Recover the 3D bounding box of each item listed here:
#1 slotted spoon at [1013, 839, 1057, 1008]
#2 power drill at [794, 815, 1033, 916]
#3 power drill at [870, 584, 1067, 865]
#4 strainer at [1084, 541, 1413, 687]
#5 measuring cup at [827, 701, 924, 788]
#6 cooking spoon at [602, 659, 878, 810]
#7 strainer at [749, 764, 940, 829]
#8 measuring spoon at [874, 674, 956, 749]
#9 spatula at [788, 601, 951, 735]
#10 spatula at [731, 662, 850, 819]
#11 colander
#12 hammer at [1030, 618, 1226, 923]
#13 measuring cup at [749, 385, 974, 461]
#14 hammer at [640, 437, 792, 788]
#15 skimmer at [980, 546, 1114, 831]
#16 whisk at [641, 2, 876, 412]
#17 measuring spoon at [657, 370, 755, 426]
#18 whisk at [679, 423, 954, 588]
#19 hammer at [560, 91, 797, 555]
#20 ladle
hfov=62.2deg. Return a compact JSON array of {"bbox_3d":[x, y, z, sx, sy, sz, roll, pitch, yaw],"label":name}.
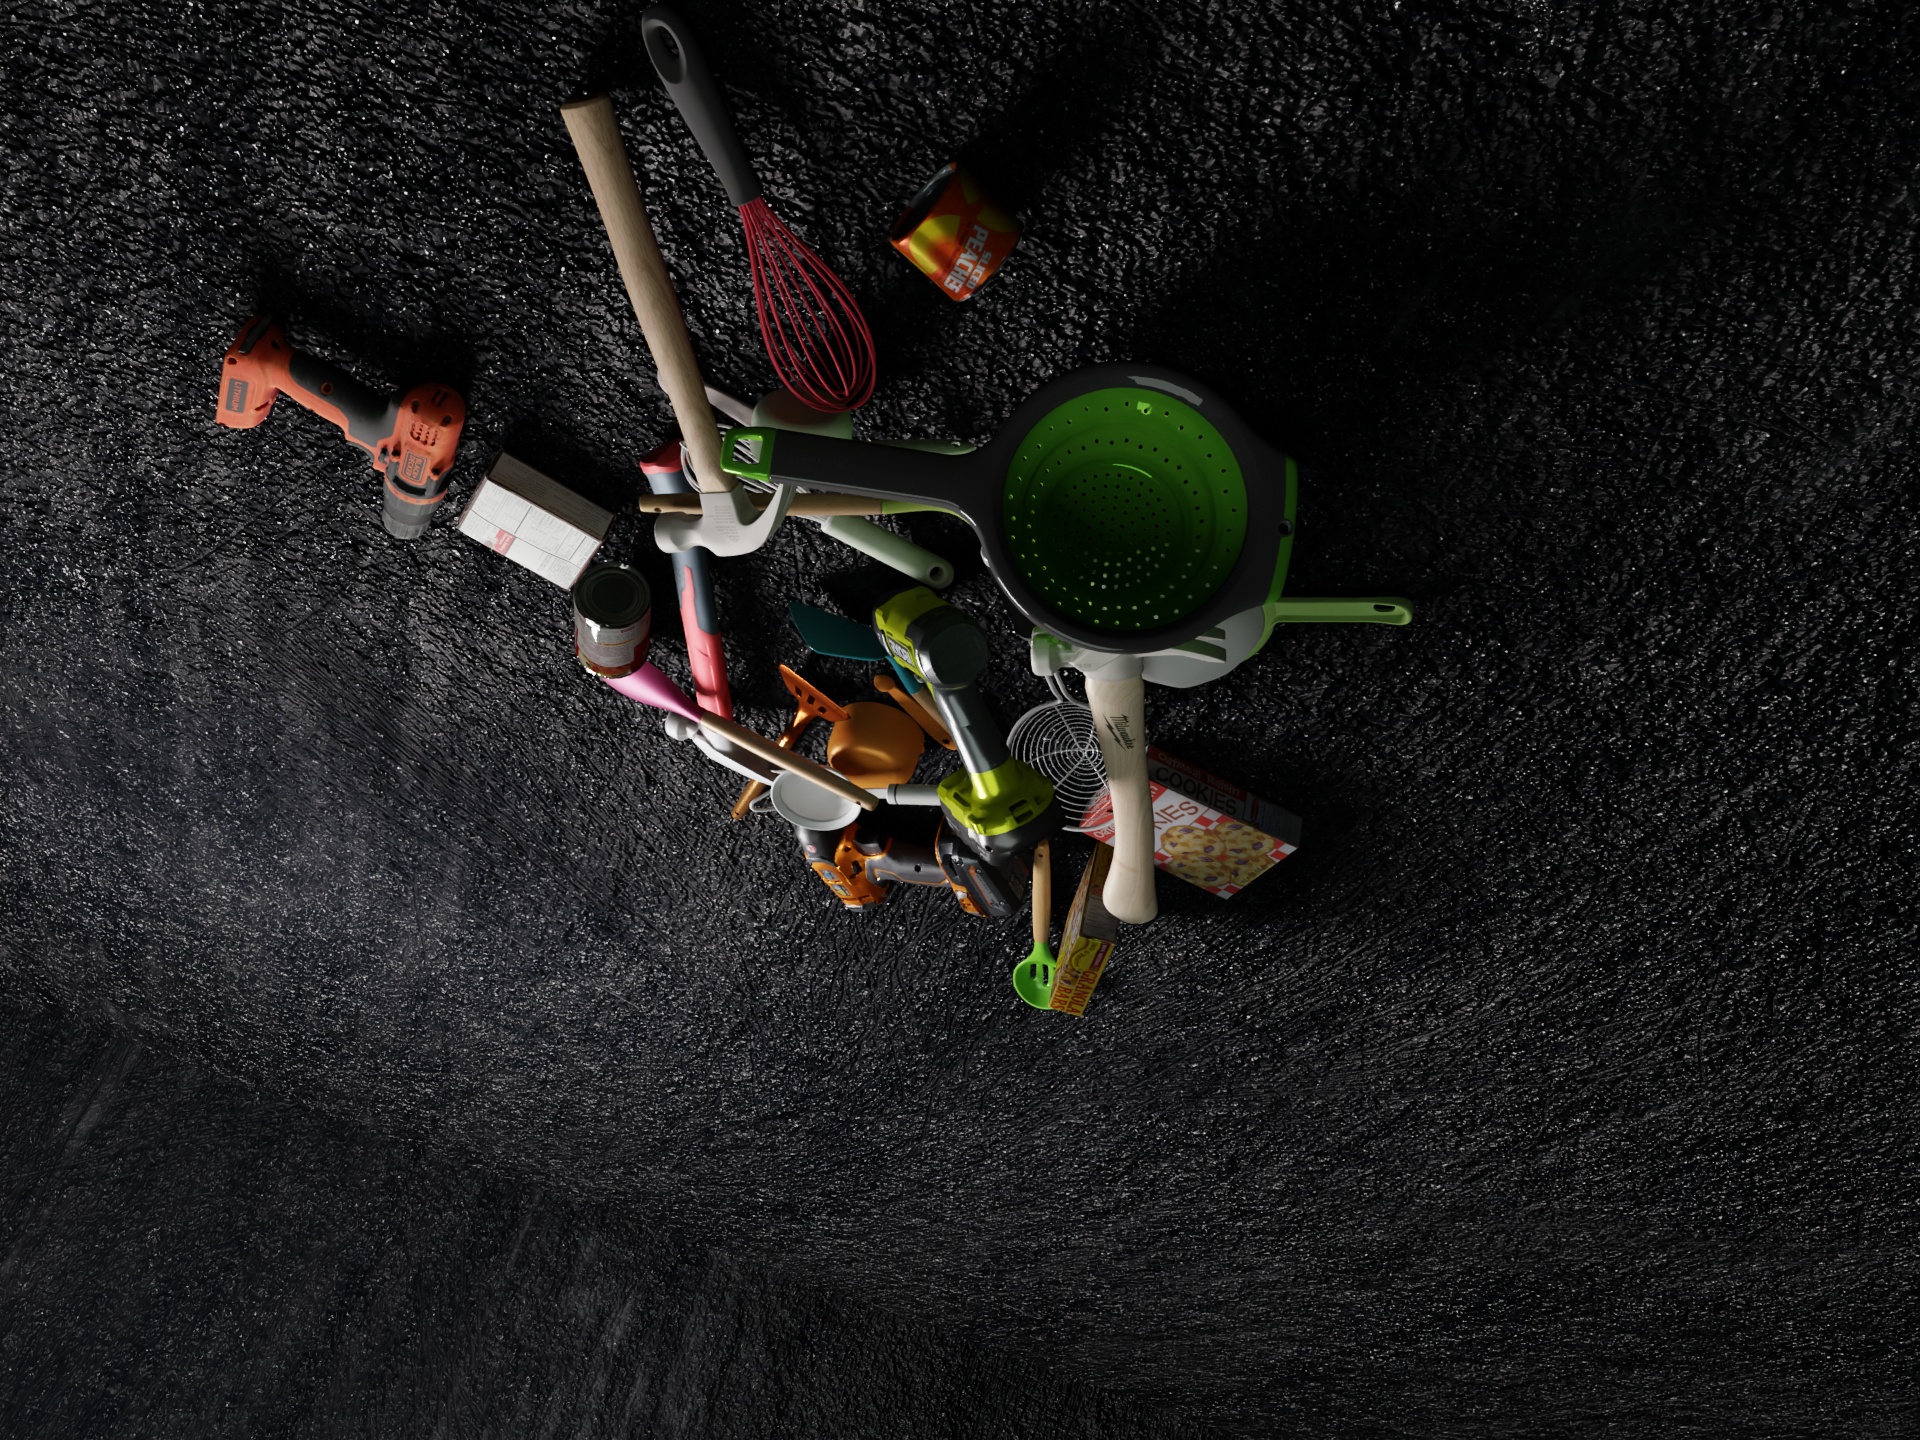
[{"bbox_3d":[0.090,0.221,1.720,0.070,0.031,0.313,9,142,10],"label":"slotted spoon"},{"bbox_3d":[-0.059,0.131,1.614,0.226,0.084,0.164,-2,141,30],"label":"power drill"},{"bbox_3d":[-0.002,-0.004,1.325,0.171,0.080,0.223,36,152,63],"label":"power drill"},{"bbox_3d":[0.220,-0.068,1.245,0.256,0.069,0.151,1,142,22],"label":"strainer"},{"bbox_3d":[-0.101,0.049,1.541,0.095,0.052,0.173,26,141,-13],"label":"measuring cup"},{"bbox_3d":[-0.214,0.008,1.460,0.319,0.017,0.068,26,144,15],"label":"cooking spoon"},{"bbox_3d":[-0.068,0.067,1.472,0.258,0.050,0.086,1,134,16],"label":"strainer"},{"bbox_3d":[-0.041,-0.004,1.482,0.021,0.011,0.116,-17,132,38],"label":"measuring spoon"},{"bbox_3d":[-0.035,-0.010,1.443,0.044,0.082,0.317,-40,129,7],"label":"spatula"},{"bbox_3d":[-0.181,0.032,1.562,0.081,0.041,0.322,38,143,-1],"label":"spatula"},{"bbox_3d":[0.032,-0.156,1.129,0.397,0.204,0.094,8,175,-1],"label":"colander"},{"bbox_3d":[0.153,0.057,1.348,0.146,0.038,0.410,-1,143,10],"label":"hammer"},{"bbox_3d":[-0.072,-0.217,1.178,0.167,0.083,0.038,0,133,-4],"label":"measuring cup"},{"bbox_3d":[-0.217,-0.085,1.399,0.143,0.038,0.386,25,145,18],"label":"hammer"},{"bbox_3d":[0.067,-0.019,1.313,0.127,0.090,0.362,4,155,19],"label":"skimmer"},{"bbox_3d":[-0.131,-0.329,1.052,0.073,0.073,0.295,-5,132,27],"label":"whisk"},{"bbox_3d":[-0.177,-0.237,1.221,0.124,0.018,0.034,28,142,-17],"label":"measuring spoon"},{"bbox_3d":[-0.112,-0.166,1.271,0.246,0.059,0.058,26,101,-19],"label":"whisk"},{"bbox_3d":[-0.201,-0.264,1.106,0.130,0.031,0.331,1,125,26],"label":"hammer"},{"bbox_3d":[-0.087,-0.155,1.214,0.320,0.062,0.078,1,150,2],"label":"ladle"}]
